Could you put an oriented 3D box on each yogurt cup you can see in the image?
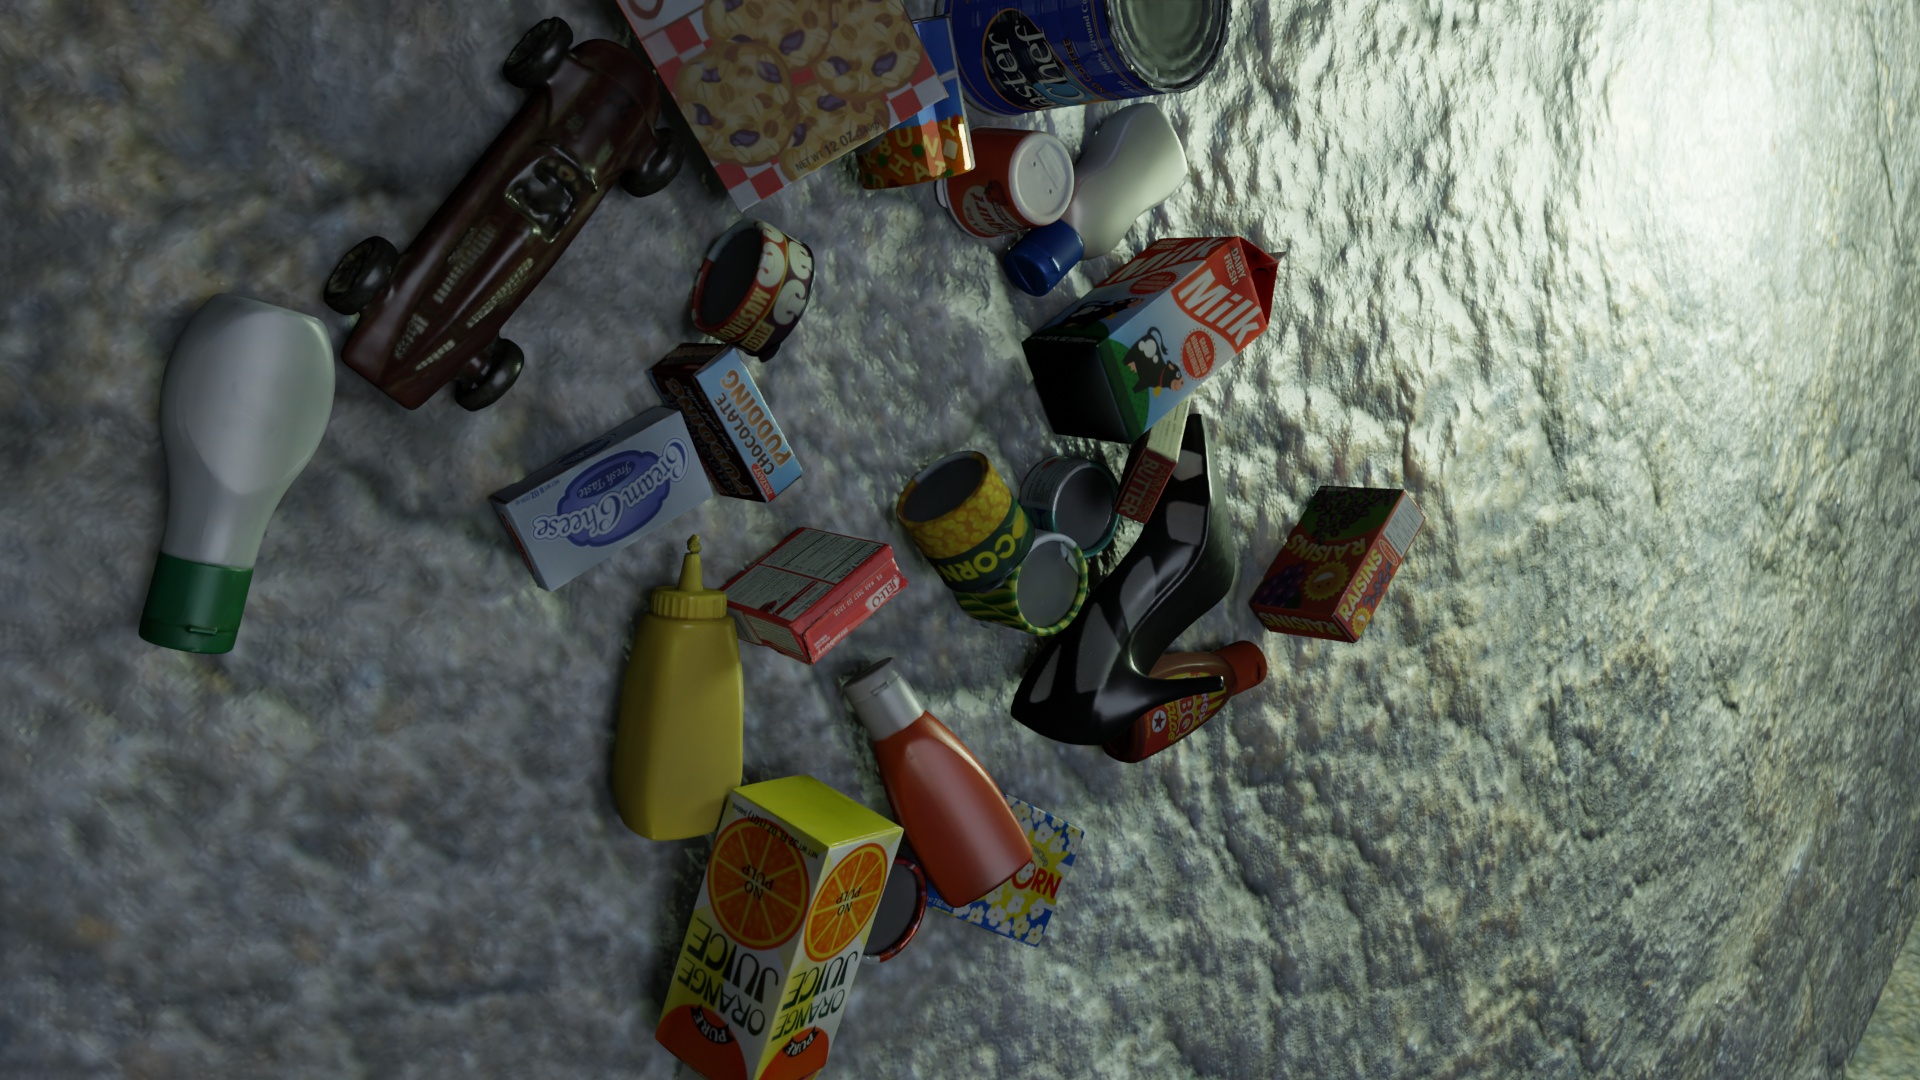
[{"bbox_3d":[0.031,-0.216,0.835,0.072,0.054,0.072,-9,103,-40],"label":"yogurt cup"}]

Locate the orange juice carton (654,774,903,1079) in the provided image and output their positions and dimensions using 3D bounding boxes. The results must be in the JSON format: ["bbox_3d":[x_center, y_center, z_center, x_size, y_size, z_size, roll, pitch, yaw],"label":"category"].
[{"bbox_3d":[-0.105,0.233,0.762,0.073,0.072,0.192,4,107,-59],"label":"orange juice carton"}]

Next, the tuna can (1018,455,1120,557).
[{"bbox_3d":[0.074,-0.020,0.920,0.071,0.033,0.071,-8,102,-39],"label":"tuna can"}]

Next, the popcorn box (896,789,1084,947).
[{"bbox_3d":[0.017,0.206,0.908,0.126,0.038,0.085,33,77,-39],"label":"popcorn box"}]

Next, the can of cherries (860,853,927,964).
[{"bbox_3d":[-0.061,0.209,0.828,0.072,0.058,0.071,-9,104,-39],"label":"can of cherries"}]

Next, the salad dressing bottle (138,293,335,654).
[{"bbox_3d":[-0.309,-0.028,0.586,0.064,0.044,0.147,15,89,-43],"label":"salad dressing bottle"}]

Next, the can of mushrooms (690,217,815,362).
[{"bbox_3d":[-0.108,-0.130,0.722,0.033,0.071,0.071,24,82,-40],"label":"can of mushrooms"}]

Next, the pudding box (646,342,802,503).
[{"bbox_3d":[-0.124,-0.063,0.733,0.030,0.049,0.083,-43,123,-28],"label":"pudding box"}]

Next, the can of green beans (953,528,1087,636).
[{"bbox_3d":[0.038,0.024,0.880,0.071,0.058,0.071,-9,103,-39],"label":"can of green beans"}]

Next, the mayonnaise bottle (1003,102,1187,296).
[{"bbox_3d":[0.086,-0.216,0.892,0.149,0.041,0.064,-48,123,-23],"label":"mayonnaise bottle"}]

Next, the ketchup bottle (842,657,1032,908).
[{"bbox_3d":[-0.018,0.142,0.832,0.065,0.043,0.148,-31,95,-12],"label":"ketchup bottle"}]

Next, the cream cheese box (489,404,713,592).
[{"bbox_3d":[-0.180,-0.022,0.708,0.104,0.024,0.053,-35,120,-31],"label":"cream cheese box"}]

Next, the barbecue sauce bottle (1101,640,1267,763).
[{"bbox_3d":[0.163,0.110,1.012,0.149,0.043,0.064,-17,110,-38],"label":"barbecue sauce bottle"}]

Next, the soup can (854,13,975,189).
[{"bbox_3d":[-0.033,-0.242,0.769,0.071,0.071,0.083,-25,113,-35],"label":"soup can"}]

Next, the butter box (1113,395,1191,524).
[{"bbox_3d":[0.127,-0.059,0.918,0.104,0.024,0.052,-66,179,-57],"label":"butter box"}]

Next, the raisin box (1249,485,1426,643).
[{"bbox_3d":[0.292,0.017,1.077,0.040,0.086,0.124,47,67,-29],"label":"raisin box"}]

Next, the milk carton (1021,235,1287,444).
[{"bbox_3d":[0.137,-0.147,0.926,0.191,0.072,0.073,-40,121,-29],"label":"milk carton"}]

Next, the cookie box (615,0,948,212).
[{"bbox_3d":[-0.099,-0.267,0.683,0.123,0.040,0.167,-29,117,1],"label":"cookie box"}]

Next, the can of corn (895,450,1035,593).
[{"bbox_3d":[0.003,-0.010,0.837,0.071,0.071,0.058,-50,125,-22],"label":"can of corn"}]

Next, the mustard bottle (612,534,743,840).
[{"bbox_3d":[-0.147,0.075,0.738,0.065,0.049,0.160,1,97,-45],"label":"mustard bottle"}]
